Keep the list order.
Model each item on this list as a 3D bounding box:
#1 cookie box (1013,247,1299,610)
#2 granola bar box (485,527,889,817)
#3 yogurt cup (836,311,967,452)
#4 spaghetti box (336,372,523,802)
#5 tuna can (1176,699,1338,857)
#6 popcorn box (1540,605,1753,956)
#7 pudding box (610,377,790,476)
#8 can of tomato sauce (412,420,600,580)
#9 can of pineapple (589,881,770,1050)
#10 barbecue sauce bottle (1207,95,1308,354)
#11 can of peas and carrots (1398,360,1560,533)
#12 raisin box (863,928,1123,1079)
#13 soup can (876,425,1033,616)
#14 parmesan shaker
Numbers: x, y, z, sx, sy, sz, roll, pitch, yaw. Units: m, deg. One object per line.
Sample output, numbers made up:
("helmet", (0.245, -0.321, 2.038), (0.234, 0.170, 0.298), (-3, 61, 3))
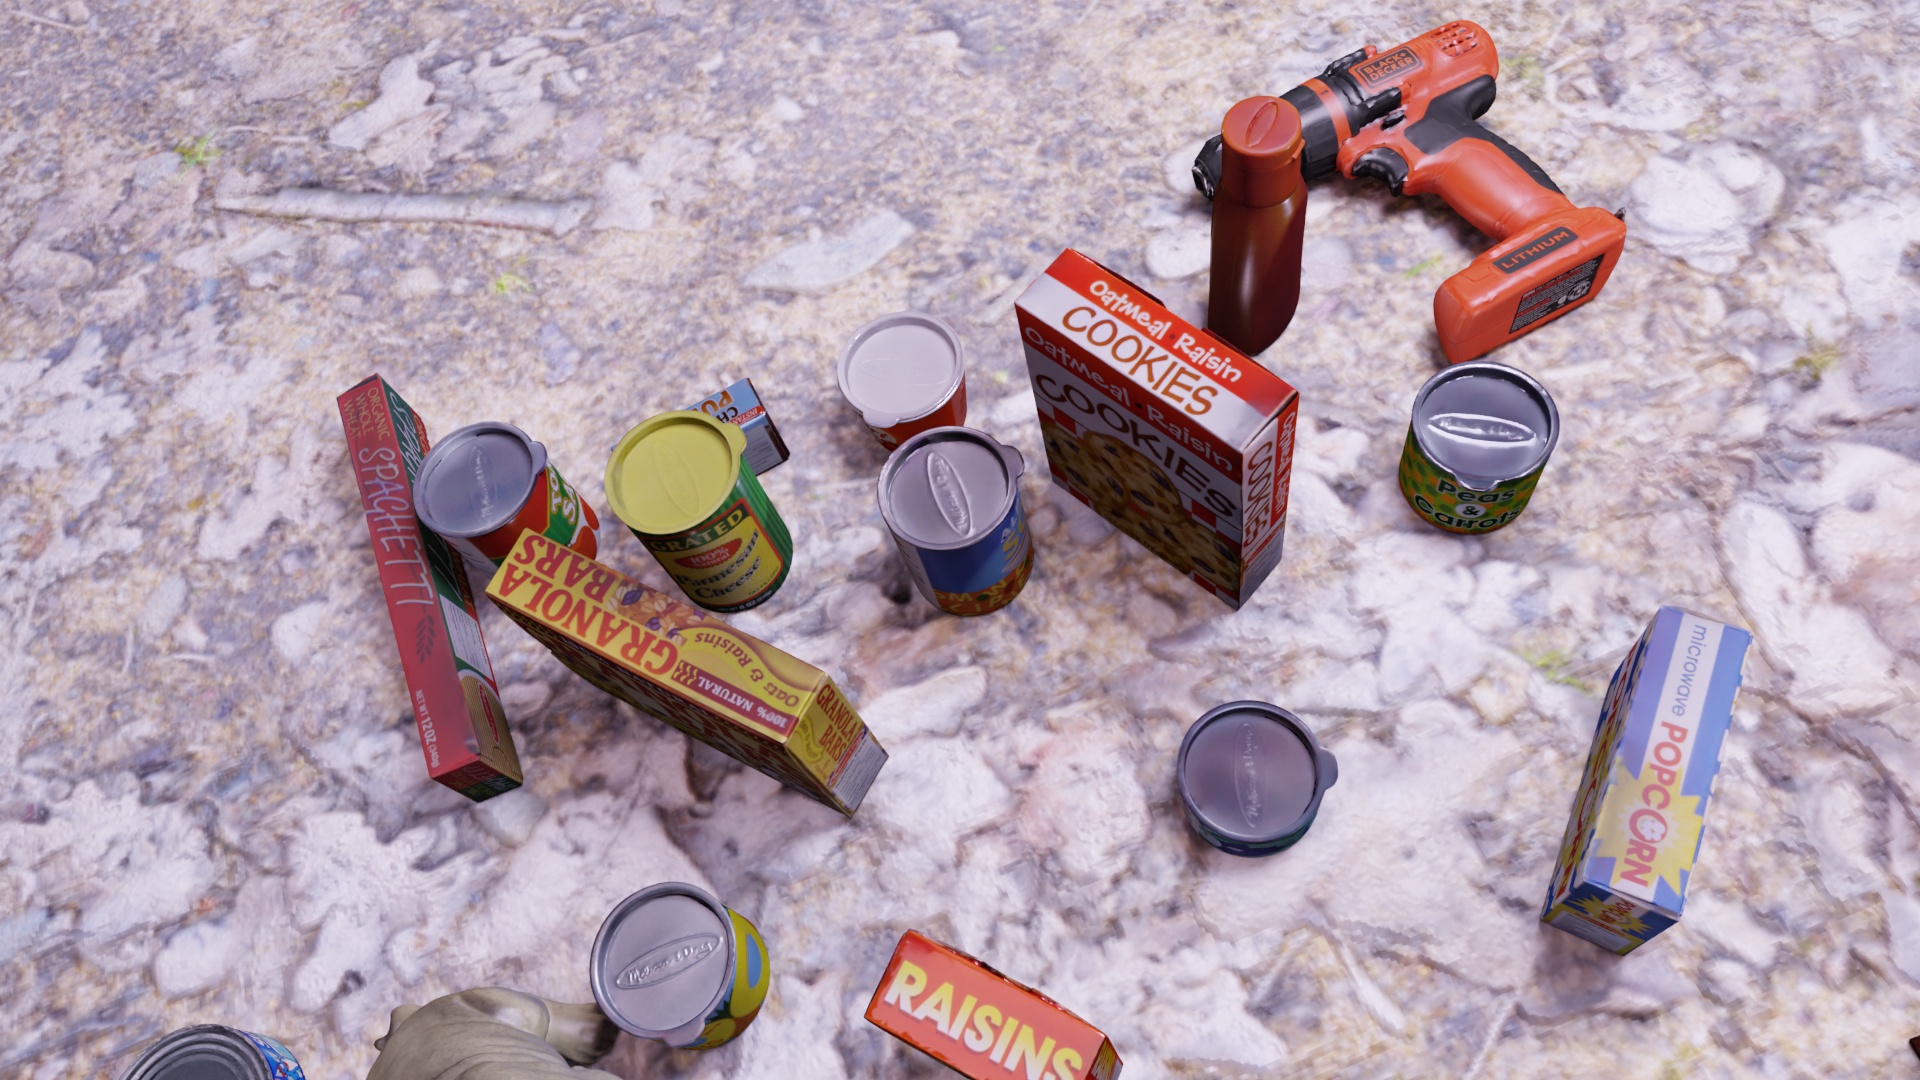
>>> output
("cookie box", (0.092, -0.047, 0.641), (0.123, 0.166, 0.040), (37, 76, 23))
("granola bar box", (-0.124, 0.065, 0.649), (0.166, 0.123, 0.039), (23, 71, 19))
("yogurt cup", (-0.027, -0.081, 0.743), (0.072, 0.053, 0.072), (-4, 64, 8))
("spaghetti box", (-0.285, 0.020, 0.741), (0.029, 0.050, 0.251), (-25, 63, -2))
("tuna can", (0.135, 0.109, 0.633), (0.071, 0.032, 0.071), (-4, 64, 8))
("popcorn box", (0.286, 0.101, 0.581), (0.038, 0.085, 0.127), (19, 69, 18))
("pudding box", (-0.139, -0.047, 0.748), (0.084, 0.049, 0.030), (-29, 63, -4))
("can of tomato sauce", (-0.234, -0.015, 0.731), (0.071, 0.082, 0.071), (-4, 64, 8))
("can of pineapple", (-0.124, 0.194, 0.623), (0.071, 0.057, 0.071), (-4, 64, 8))
("barbecue sauce bottle", (0.149, -0.158, 0.696), (0.044, 0.148, 0.065), (24, 71, 20))
("can of peas and carrots", (0.249, -0.042, 0.672), (0.071, 0.058, 0.071), (-4, 64, 8))
("raisin box", (0.018, 0.201, 0.558), (0.086, 0.123, 0.040), (23, 71, 19))
("soup can", (0.002, -0.009, 0.685), (0.071, 0.083, 0.071), (-4, 64, 8))
("parmesan shaker", (-0.126, -0.013, 0.699), (0.071, 0.102, 0.071), (-4, 64, 8))
